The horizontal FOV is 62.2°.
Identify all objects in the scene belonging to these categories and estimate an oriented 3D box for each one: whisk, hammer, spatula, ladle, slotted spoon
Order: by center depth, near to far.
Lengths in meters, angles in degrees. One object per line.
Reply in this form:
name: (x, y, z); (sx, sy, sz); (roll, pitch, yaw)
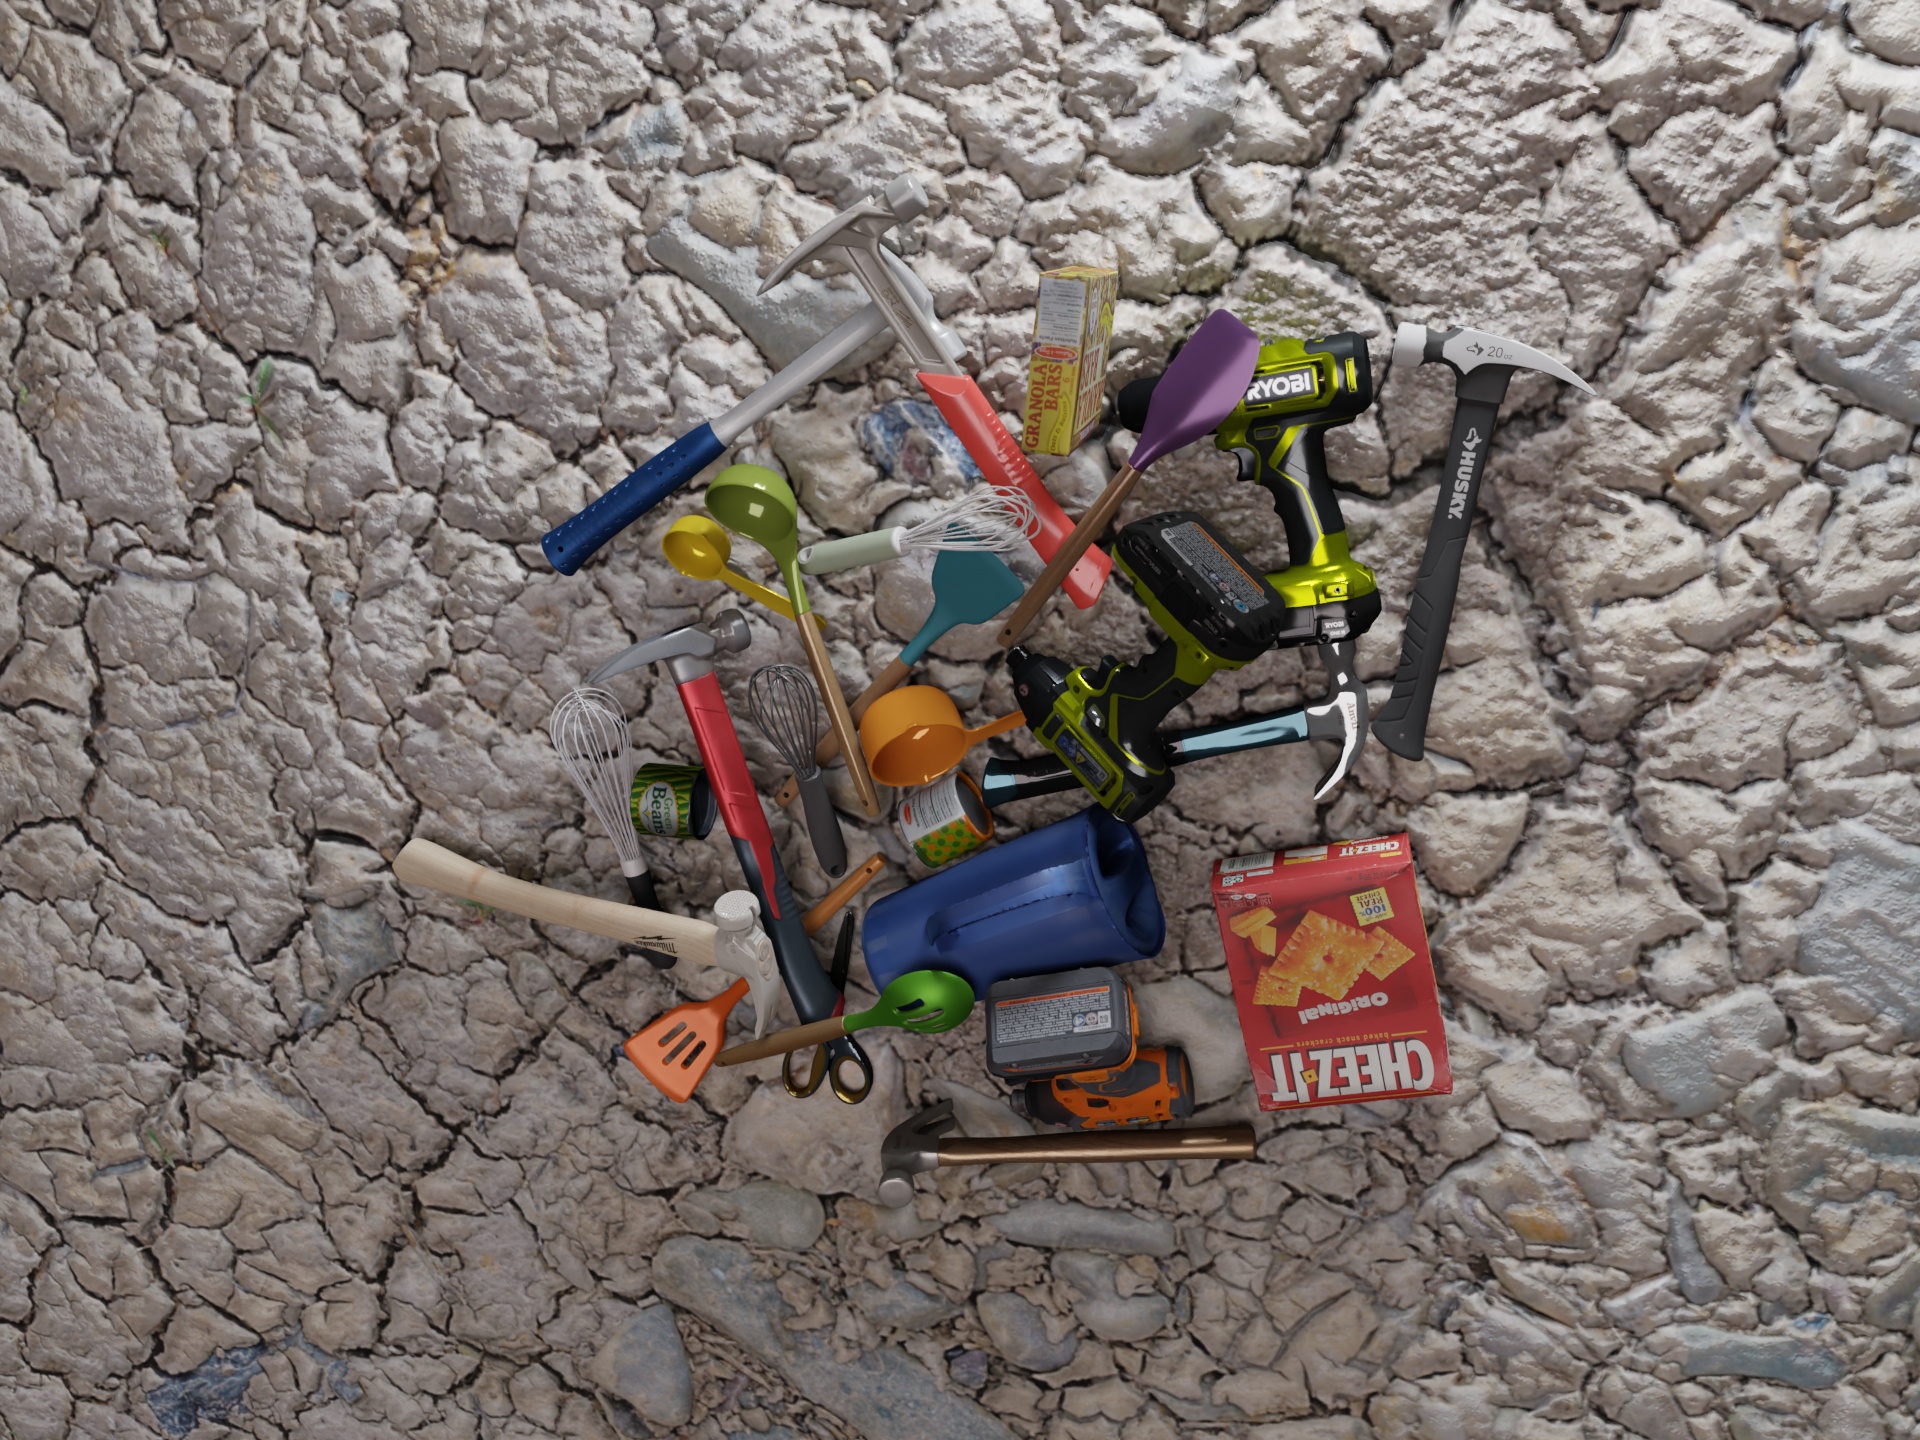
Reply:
hammer: (0.377, -0.127, 1.219); (0.146, 0.035, 0.334); (11, 109, 11)
spatula: (0.121, -0.173, 1.220); (0.060, 0.018, 0.315); (45, 117, 13)
hammer: (0.000, -0.234, 1.246); (0.149, 0.037, 0.359); (-29, 107, 21)
whisk: (-0.040, -0.145, 1.275); (0.246, 0.058, 0.059); (-7, 146, 38)
hammer: (0.172, 0.023, 1.317); (0.331, 0.033, 0.128); (-12, 103, 17)
hammer: (-0.195, -0.249, 1.319); (0.405, 0.035, 0.144); (-32, 98, 20)
ladle: (-0.130, -0.061, 1.325); (0.078, 0.062, 0.320); (-7, 108, 39)
spatula: (-0.067, -0.032, 1.352); (0.082, 0.044, 0.317); (43, 113, 2)
whisk: (-0.133, 0.047, 1.360); (0.055, 0.055, 0.238); (-2, 128, 14)
hammer: (-0.195, 0.107, 1.378); (0.143, 0.038, 0.386); (-24, 105, -24)
slotted spoon: (-0.112, 0.269, 1.378); (0.314, 0.031, 0.070); (-23, 121, 39)
hammer: (0.095, 0.379, 1.417); (0.331, 0.130, 0.031); (-3, 107, 3)
hammer: (-0.348, 0.181, 1.446); (0.411, 0.038, 0.146); (11, 127, 24)
whisk: (-0.307, 0.102, 1.447); (0.070, 0.070, 0.284); (-9, 109, 16)
spatula: (-0.181, 0.229, 1.463); (0.081, 0.041, 0.322); (45, 110, -3)

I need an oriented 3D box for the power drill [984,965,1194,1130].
power drill: (0.095, 0.289, 1.342); (0.164, 0.084, 0.226); (-12, 147, 17)

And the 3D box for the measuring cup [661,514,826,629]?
measuring cup: (-0.180, -0.125, 1.360); (0.156, 0.029, 0.062); (29, 143, -11)

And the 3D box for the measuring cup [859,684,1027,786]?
measuring cup: (-0.002, -0.004, 1.340); (0.173, 0.095, 0.052); (-20, 58, -6)

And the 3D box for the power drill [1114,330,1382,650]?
power drill: (0.226, -0.173, 1.220); (0.190, 0.080, 0.228); (-6, 103, 20)

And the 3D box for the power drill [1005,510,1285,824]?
power drill: (0.132, -0.048, 1.230); (0.171, 0.080, 0.223); (49, 132, 17)
